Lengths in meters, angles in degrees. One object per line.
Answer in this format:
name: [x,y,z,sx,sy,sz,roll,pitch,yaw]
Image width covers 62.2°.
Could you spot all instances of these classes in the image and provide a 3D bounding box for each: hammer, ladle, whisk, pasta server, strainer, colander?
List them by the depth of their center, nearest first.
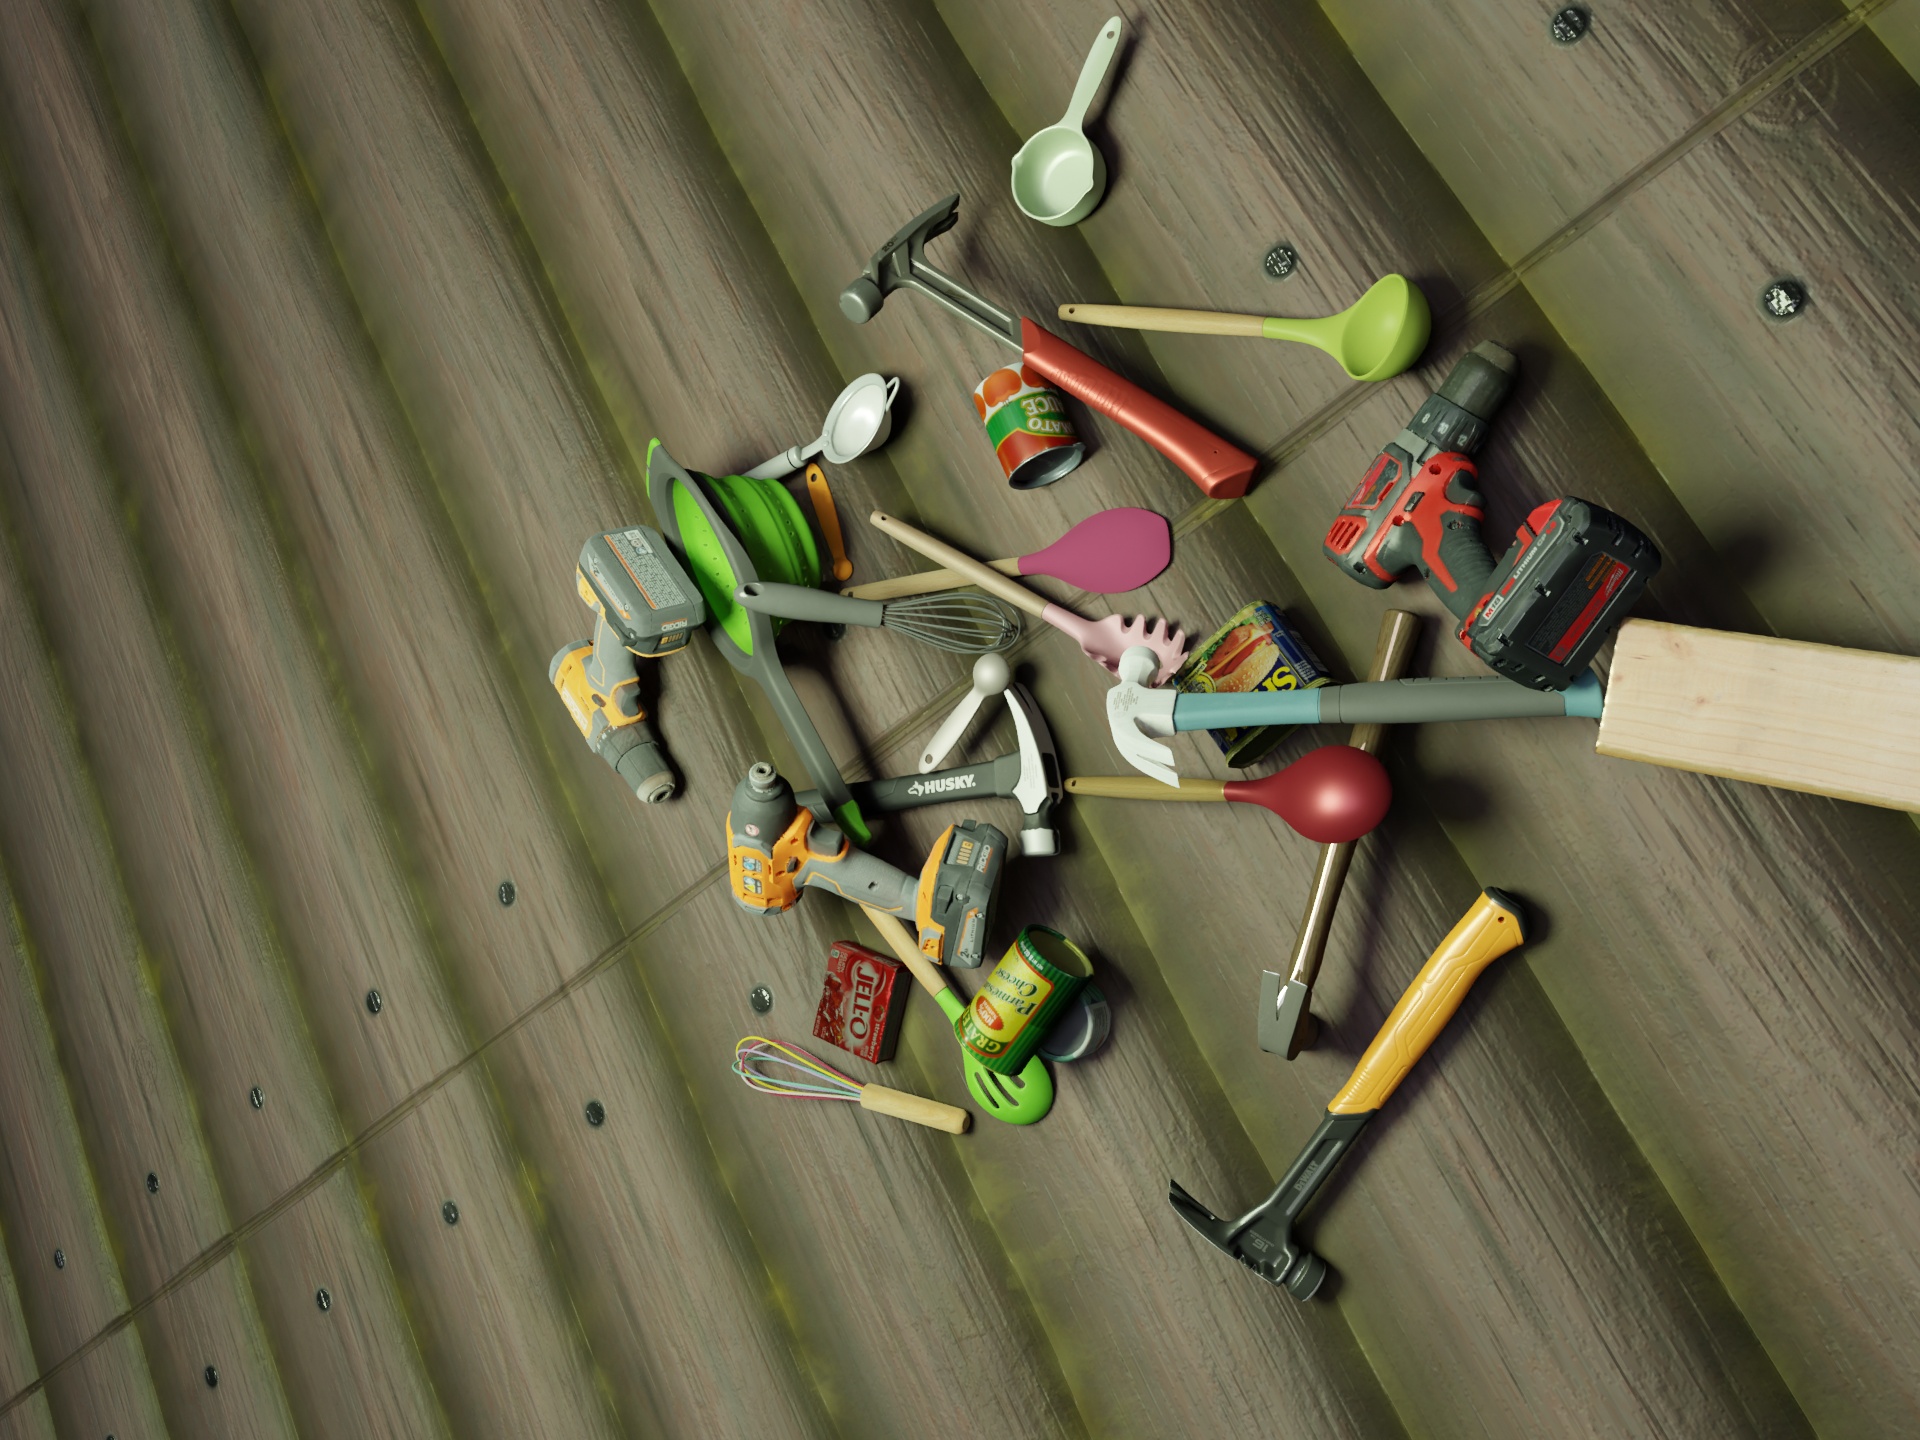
hammer: [0.261,-0.012,1.087,0.331,0.128,0.033,-3,129,20]
hammer: [0.272,0.081,1.136,0.031,0.130,0.331,16,89,22]
hammer: [0.287,0.256,1.138,0.127,0.034,0.337,33,104,4]
ladle: [0.181,0.050,1.175,0.315,0.031,0.069,-1,72,54]
ladle: [0.205,-0.306,1.213,0.320,0.062,0.078,15,89,35]
hammer: [0.085,-0.289,1.261,0.359,0.036,0.149,35,64,15]
pasta server: [0.048,-0.106,1.300,0.316,0.040,0.060,31,68,25]
whisk: [-0.067,-0.090,1.308,0.239,0.055,0.055,7,94,-10]
hammer: [-0.063,0.059,1.381,0.335,0.035,0.146,-10,79,34]
colander: [-0.147,-0.079,1.392,0.397,0.094,0.204,60,160,11]
whisk: [-0.102,0.322,1.398,0.245,0.051,0.047,8,87,29]
strainer: [-0.139,-0.241,1.434,0.258,0.050,0.087,-21,55,32]

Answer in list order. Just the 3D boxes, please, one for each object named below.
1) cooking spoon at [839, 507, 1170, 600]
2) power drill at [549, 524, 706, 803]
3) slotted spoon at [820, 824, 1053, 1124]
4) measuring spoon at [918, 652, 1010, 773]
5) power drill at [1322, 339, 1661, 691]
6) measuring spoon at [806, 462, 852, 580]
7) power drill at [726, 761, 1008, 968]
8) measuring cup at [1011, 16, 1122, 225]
cooking spoon: [0.029,-0.126,1.340,0.319,0.017,0.069,-7,86,32]
power drill: [-0.306,-0.045,1.485,0.185,0.084,0.226,53,139,23]
slotted spoon: [-0.033,0.211,1.344,0.070,0.031,0.314,-46,72,22]
measuring spoon: [-0.002,-0.004,1.312,0.034,0.018,0.124,46,112,29]
power drill: [0.355,-0.142,1.059,0.188,0.080,0.227,-58,32,17]
measuring spoon: [-0.122,-0.181,1.442,0.021,0.011,0.117,-25,75,30]
power drill: [-0.081,0.111,1.283,0.226,0.084,0.164,14,140,8]
measuring cup: [0.101,-0.484,1.295,0.083,0.038,0.167,29,102,30]
